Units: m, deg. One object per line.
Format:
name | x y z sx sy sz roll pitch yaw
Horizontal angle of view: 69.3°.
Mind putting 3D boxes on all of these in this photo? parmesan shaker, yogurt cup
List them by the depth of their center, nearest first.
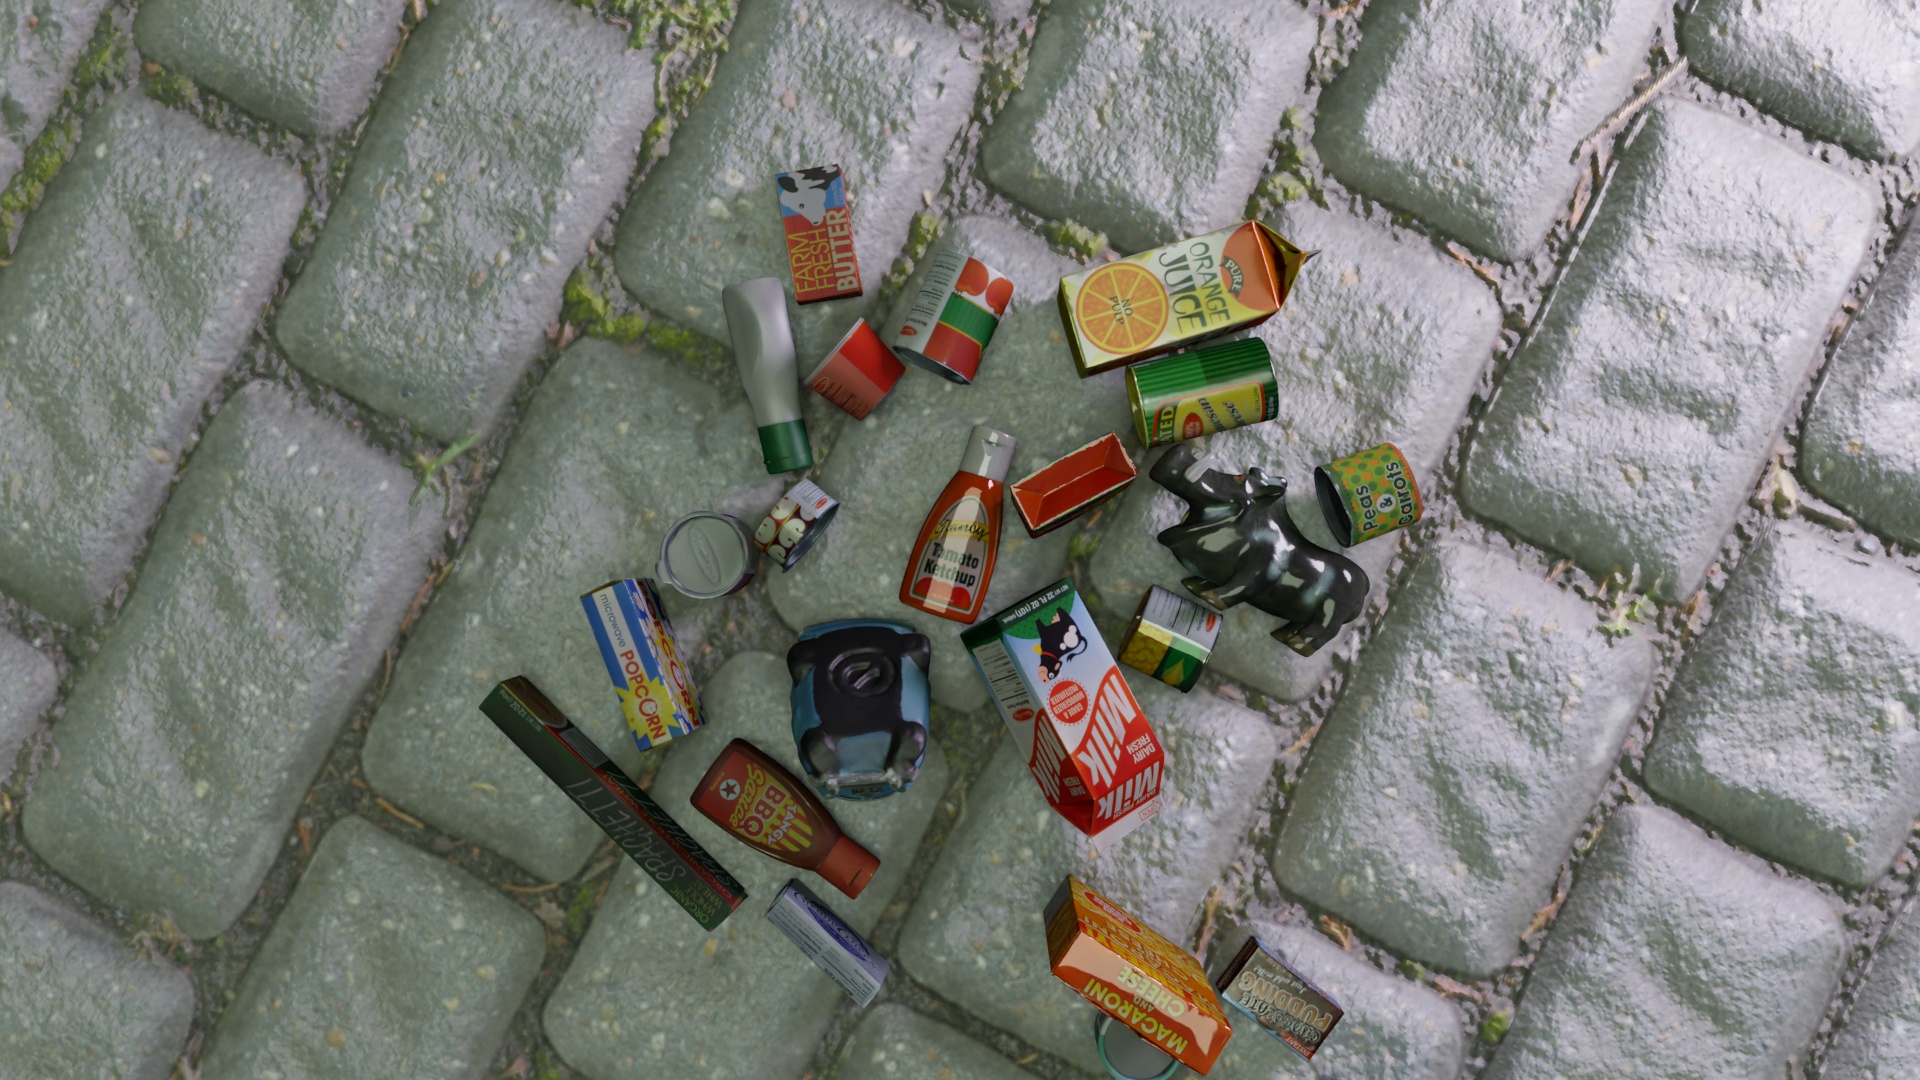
parmesan shaker | 0.183 -0.114 1.052 0.103 0.071 0.071 -13 88 2
yogurt cup | -0.079 -0.129 1.064 0.054 0.072 0.072 41 90 -10

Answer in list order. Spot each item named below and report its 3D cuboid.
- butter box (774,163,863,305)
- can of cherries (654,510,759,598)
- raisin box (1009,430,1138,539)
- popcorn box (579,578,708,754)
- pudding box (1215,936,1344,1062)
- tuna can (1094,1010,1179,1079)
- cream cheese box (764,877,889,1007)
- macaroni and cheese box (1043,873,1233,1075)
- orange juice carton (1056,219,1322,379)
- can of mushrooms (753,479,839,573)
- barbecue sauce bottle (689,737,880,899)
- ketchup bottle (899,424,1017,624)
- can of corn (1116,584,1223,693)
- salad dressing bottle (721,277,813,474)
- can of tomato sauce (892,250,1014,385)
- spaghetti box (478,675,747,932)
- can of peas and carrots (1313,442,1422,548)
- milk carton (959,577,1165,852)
butter box | -0.111 -0.238 1.088 0.053 0.024 0.103 -10 88 2
can of cherries | -0.194 0.011 1.066 0.071 0.058 0.071 0 90 1
raisin box | 0.082 -0.039 1.027 0.086 0.123 0.040 -29 87 1
popcorn box | -0.238 0.092 1.052 0.038 0.085 0.126 -22 88 0
pudding box | 0.243 0.349 1.058 0.084 0.030 0.049 38 91 2
tuna can | 0.137 0.381 1.059 0.071 0.033 0.071 0 88 2
cream cheese box | -0.101 0.305 1.058 0.104 0.053 0.024 42 92 2
macaroni and cheese box | 0.122 0.307 0.995 0.124 0.166 0.040 33 90 2
orange juice carton | 0.174 -0.187 1.055 0.193 0.072 0.073 -17 89 1
can of mushrooms | -0.127 -0.011 1.062 0.033 0.071 0.071 39 90 3
barbecue sauce bottle | -0.131 0.218 1.066 0.148 0.043 0.065 35 89 2
ketchup bottle | 0.004 -0.013 1.069 0.065 0.043 0.149 18 88 -2
can of corn | 0.157 0.076 1.052 0.058 0.071 0.071 25 90 3
salad dressing bottle | -0.146 -0.126 1.070 0.044 0.064 0.147 -14 97 -28
can of tomato sauce | -0.003 -0.169 1.063 0.071 0.071 0.083 25 88 2
spaghetti box | -0.266 0.201 1.067 0.250 0.050 0.028 44 92 2
can of peas and carrots | 0.308 -0.034 1.047 0.059 0.071 0.071 -20 88 1
milk carton | 0.084 0.132 1.037 0.072 0.073 0.190 -26 87 -27
